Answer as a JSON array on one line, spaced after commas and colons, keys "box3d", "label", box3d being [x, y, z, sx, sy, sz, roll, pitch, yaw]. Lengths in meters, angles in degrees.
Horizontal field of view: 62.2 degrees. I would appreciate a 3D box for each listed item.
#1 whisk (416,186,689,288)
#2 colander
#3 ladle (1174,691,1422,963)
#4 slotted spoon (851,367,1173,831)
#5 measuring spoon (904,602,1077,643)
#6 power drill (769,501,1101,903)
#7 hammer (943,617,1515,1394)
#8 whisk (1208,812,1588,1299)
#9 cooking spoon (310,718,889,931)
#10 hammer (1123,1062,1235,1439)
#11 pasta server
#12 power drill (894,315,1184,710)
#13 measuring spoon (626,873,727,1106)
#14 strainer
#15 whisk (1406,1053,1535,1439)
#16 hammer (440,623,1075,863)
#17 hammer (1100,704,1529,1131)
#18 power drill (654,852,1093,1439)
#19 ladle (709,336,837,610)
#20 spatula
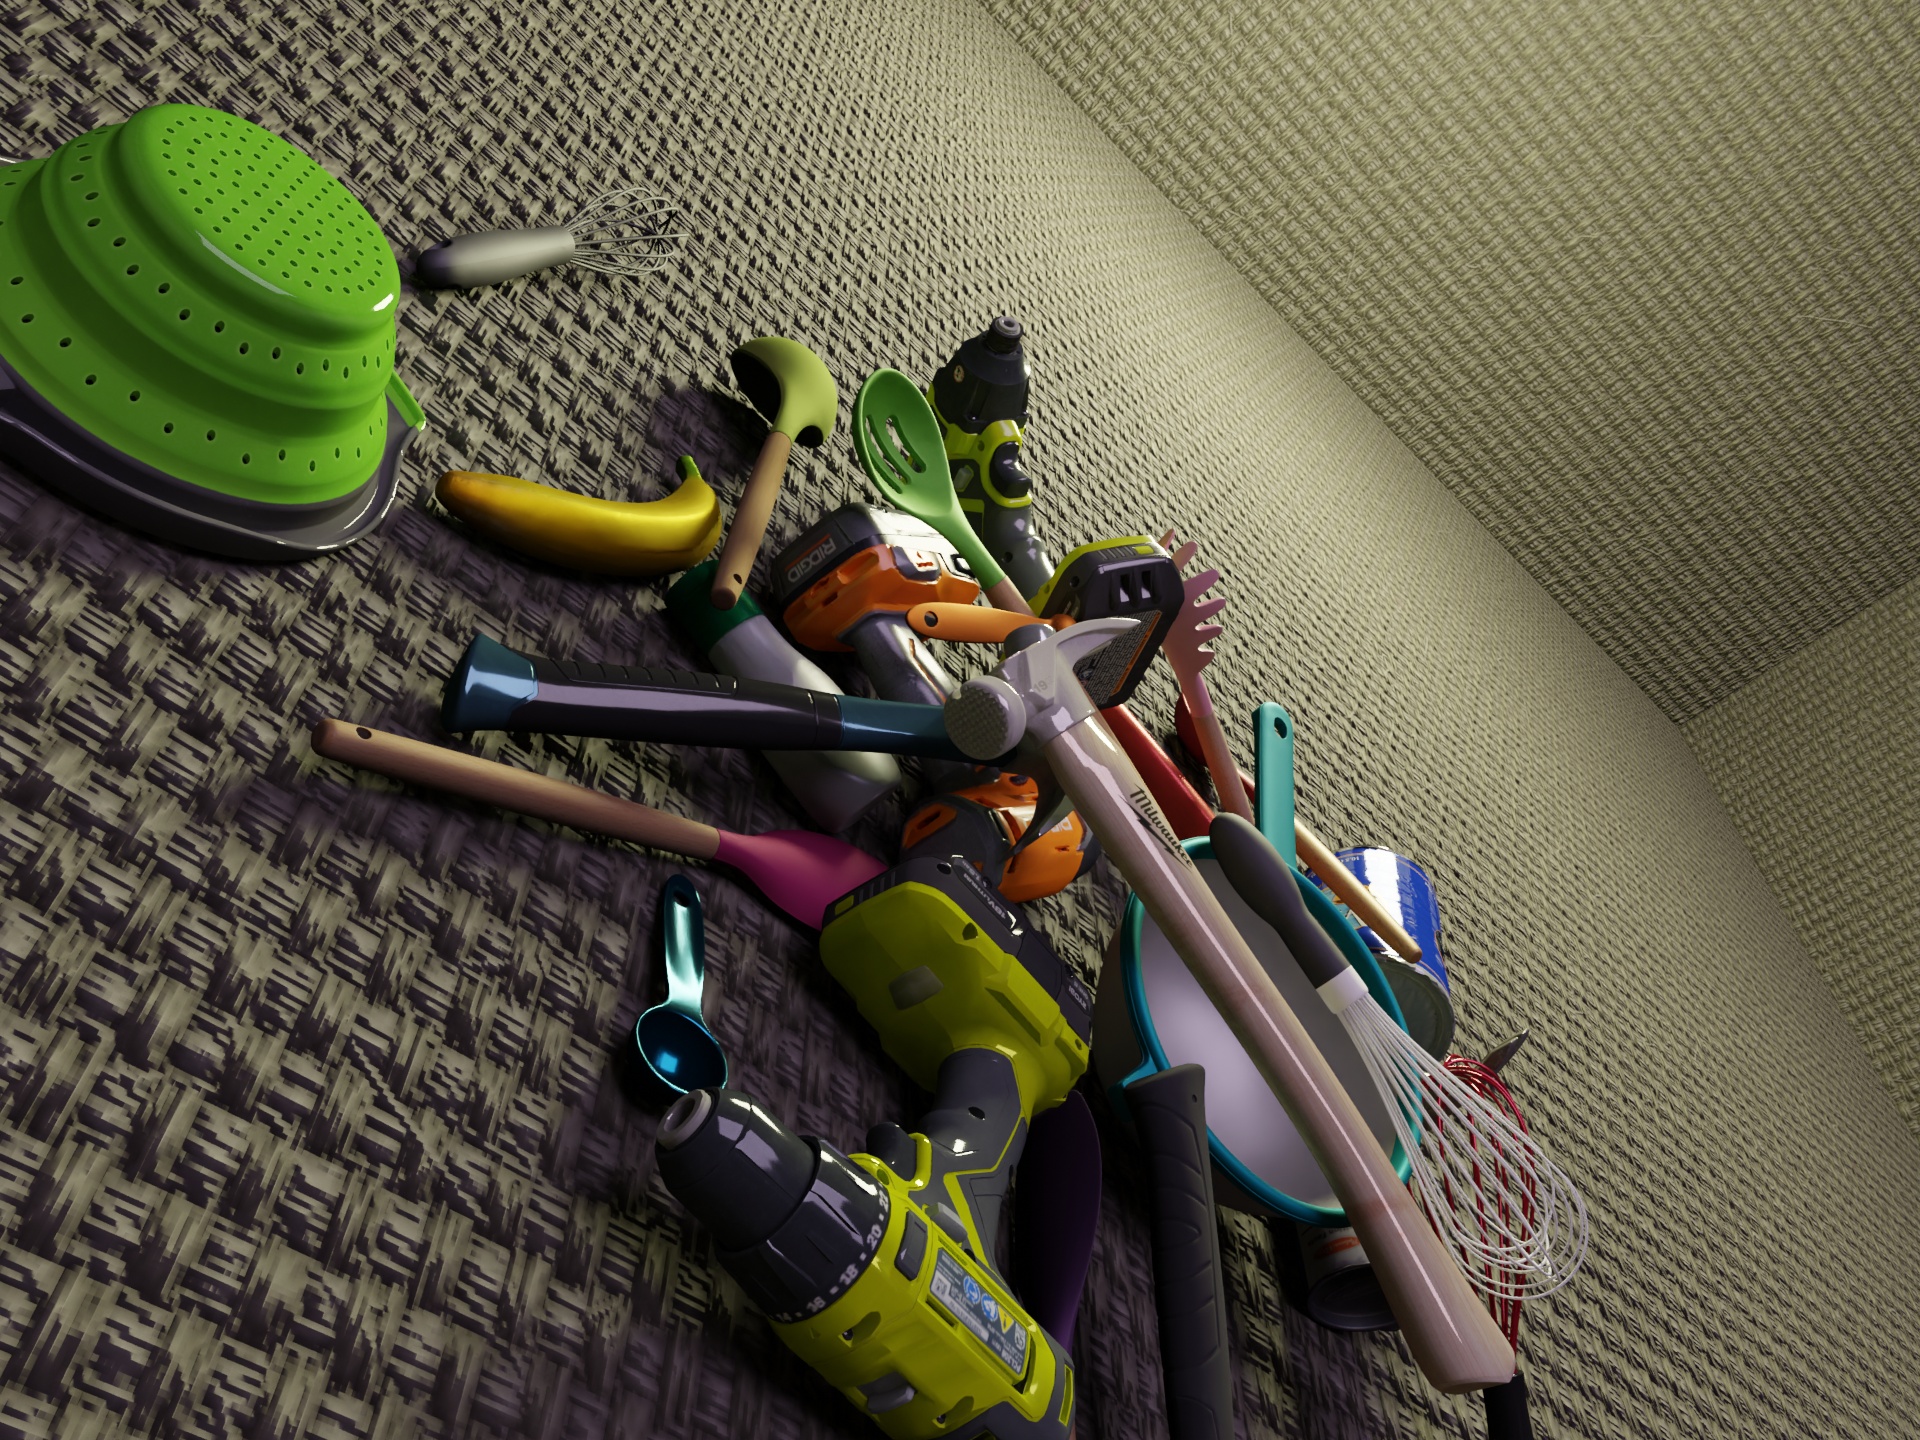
[{"box3d": [-0.229, -0.272, 0.913, 0.055, 0.055, 0.239, 49, 31, -3], "label": "whisk"}, {"box3d": [-0.320, -0.148, 0.552, 0.204, 0.094, 0.397, 51, 26, 1], "label": "colander"}, {"box3d": [0.225, 0.070, 1.107, 0.069, 0.031, 0.316, 47, 4, -37], "label": "ladle"}, {"box3d": [0.032, -0.054, 0.881, 0.313, 0.031, 0.070, 55, 44, -14], "label": "slotted spoon"}, {"box3d": [0.020, -0.051, 0.847, 0.116, 0.011, 0.021, 2, 80, -38], "label": "measuring spoon"}, {"box3d": [-0.001, -0.003, 0.888, 0.164, 0.084, 0.227, 1, 58, -57], "label": "power drill"}, {"box3d": [0.146, 0.136, 0.773, 0.146, 0.038, 0.410, -29, 86, -51], "label": "hammer"}, {"box3d": [0.214, 0.165, 0.813, 0.285, 0.070, 0.070, 55, 26, 13], "label": "whisk"}, {"box3d": [-0.127, 0.048, 0.683, 0.318, 0.017, 0.069, 22, 32, -46], "label": "cooking spoon"}, {"box3d": [0.101, 0.297, 0.635, 0.146, 0.035, 0.335, 30, 45, -37], "label": "hammer"}, {"box3d": [0.172, 0.007, 1.049, 0.060, 0.040, 0.315, 44, -15, 48], "label": "pasta server"}, {"box3d": [0.040, -0.124, 0.985, 0.080, 0.171, 0.223, -12, 57, -29], "label": "power drill"}, {"box3d": [-0.117, 0.108, 0.639, 0.042, 0.021, 0.129, 33, 22, -26], "label": "measuring spoon"}, {"box3d": [0.149, 0.130, 0.892, 0.210, 0.095, 0.341, 32, 42, -20], "label": "strainer"}, {"box3d": [0.287, 0.330, 0.854, 0.073, 0.073, 0.296, 14, 67, -51], "label": "whisk"}, {"box3d": [-0.072, -0.002, 0.730, 0.330, 0.033, 0.128, 6, 58, -35], "label": "hammer"}, {"box3d": [0.182, 0.101, 0.997, 0.036, 0.149, 0.359, -12, 59, -52], "label": "hammer"}, {"box3d": [-0.023, 0.158, 0.633, 0.190, 0.080, 0.229, 49, 27, -19], "label": "power drill"}, {"box3d": [-0.114, -0.137, 0.883, 0.078, 0.062, 0.320, 51, 22, -25], "label": "ladle"}, {"box3d": [0.038, 0.282, 0.620, 0.018, 0.059, 0.316, 30, 37, -23], "label": "spatula"}]
